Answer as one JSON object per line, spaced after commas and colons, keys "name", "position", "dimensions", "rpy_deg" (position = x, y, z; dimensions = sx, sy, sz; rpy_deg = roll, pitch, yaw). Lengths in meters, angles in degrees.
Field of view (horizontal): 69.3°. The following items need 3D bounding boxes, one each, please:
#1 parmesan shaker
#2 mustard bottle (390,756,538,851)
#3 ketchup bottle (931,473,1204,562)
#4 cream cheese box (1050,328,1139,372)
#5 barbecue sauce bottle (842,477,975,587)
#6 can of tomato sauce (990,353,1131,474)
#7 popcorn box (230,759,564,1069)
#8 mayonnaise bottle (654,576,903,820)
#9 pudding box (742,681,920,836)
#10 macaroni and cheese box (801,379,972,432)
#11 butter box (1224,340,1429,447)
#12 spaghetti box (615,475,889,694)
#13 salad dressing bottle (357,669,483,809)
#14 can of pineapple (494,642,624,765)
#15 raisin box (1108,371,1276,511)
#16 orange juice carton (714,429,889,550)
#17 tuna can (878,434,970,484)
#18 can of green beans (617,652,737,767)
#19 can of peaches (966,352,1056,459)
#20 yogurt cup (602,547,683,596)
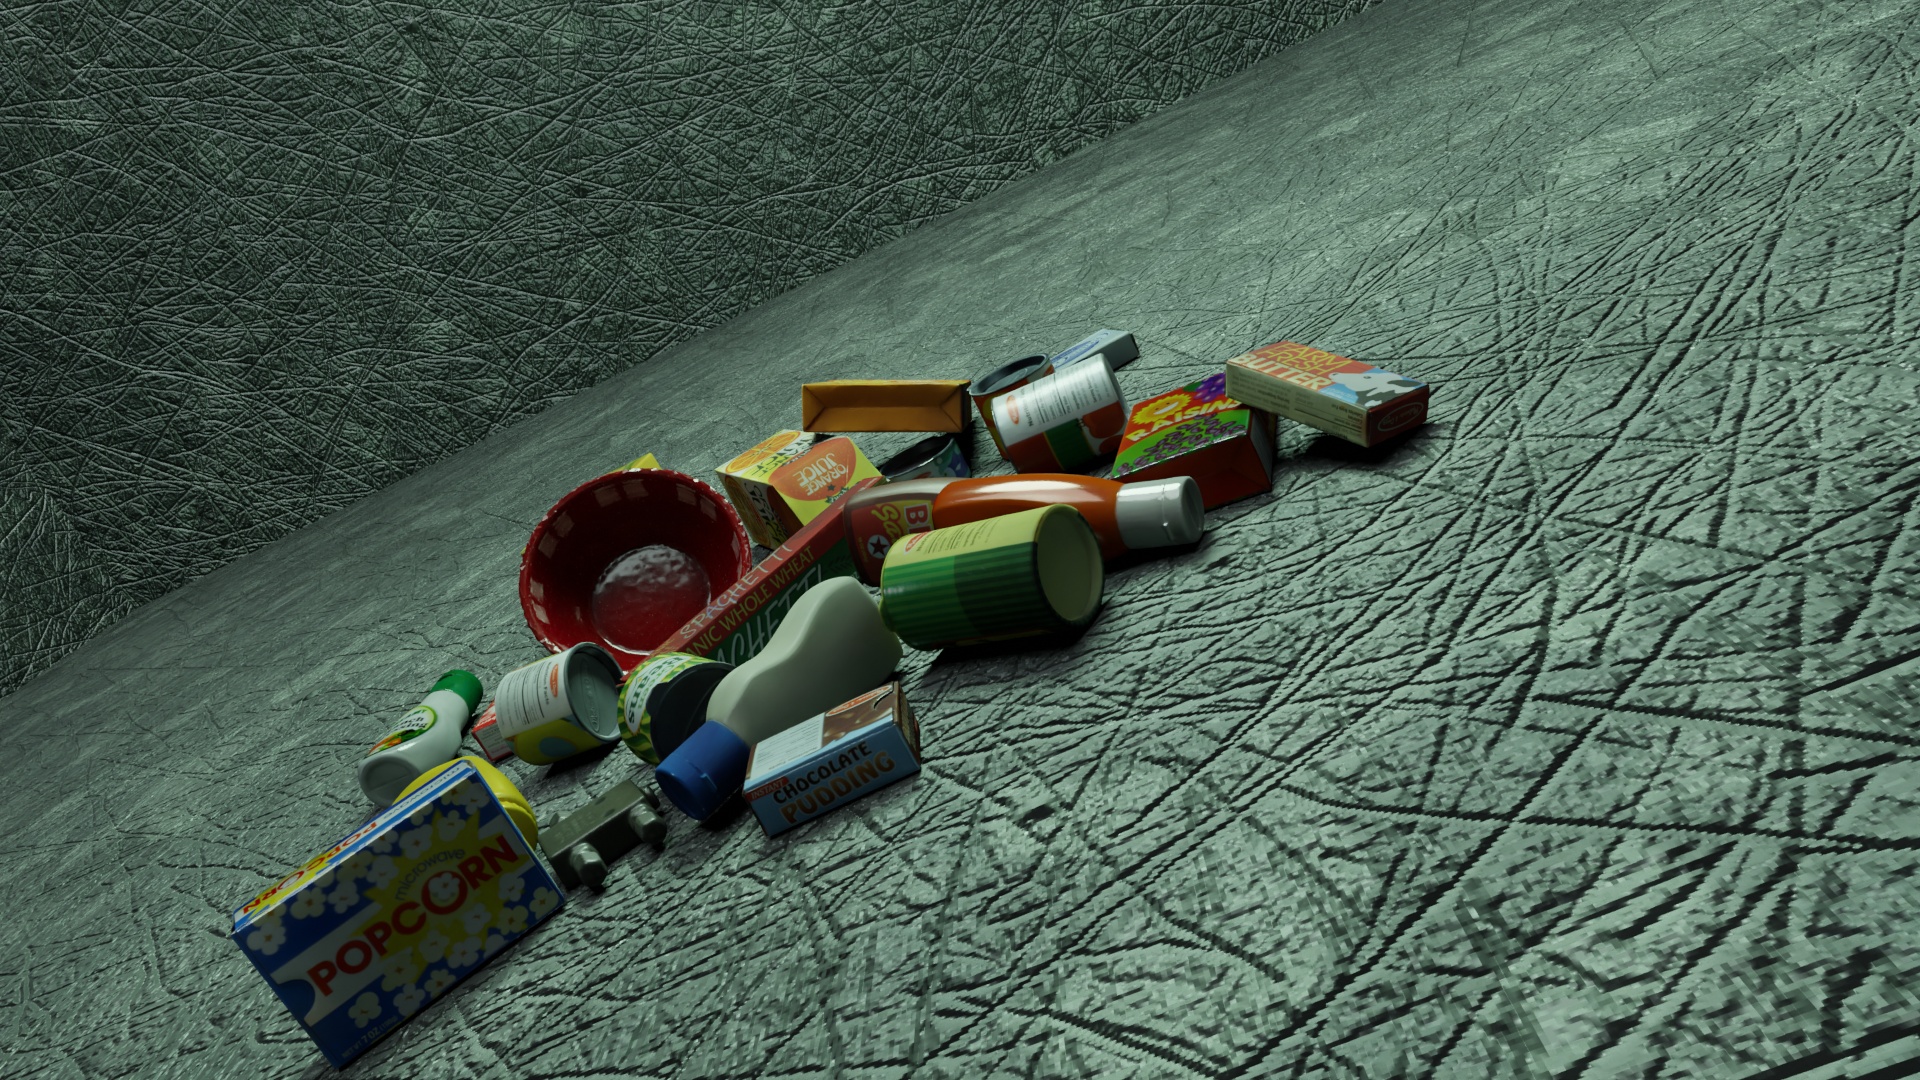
{"name": "parmesan shaker", "position": [0.016, 0.023, 0.738], "dimensions": [0.103, 0.071, 0.072], "rpy_deg": [-11, 23, 39]}
{"name": "mustard bottle", "position": [-0.275, 0.162, 0.788], "dimensions": [0.065, 0.048, 0.160], "rpy_deg": [-37, 21, -28]}
{"name": "ketchup bottle", "position": [0.060, -0.010, 0.779], "dimensions": [0.148, 0.064, 0.044], "rpy_deg": [-6, 36, 29]}
{"name": "cream cheese box", "position": [0.093, -0.142, 1.156], "dimensions": [0.104, 0.024, 0.053], "rpy_deg": [-30, 18, -11]}
{"name": "barbecue sauce bottle", "position": [0.003, -0.011, 0.863], "dimensions": [0.148, 0.064, 0.044], "rpy_deg": [-9, 15, 23]}
{"name": "can of tomato sauce", "position": [0.073, -0.082, 0.954], "dimensions": [0.083, 0.071, 0.071], "rpy_deg": [-22, 18, 13]}
{"name": "popcorn box", "position": [-0.271, 0.179, 0.678], "dimensions": [0.127, 0.085, 0.038], "rpy_deg": [-35, 18, -23]}
{"name": "mayonnaise bottle", "position": [-0.097, 0.085, 0.736], "dimensions": [0.041, 0.064, 0.149], "rpy_deg": [-9, 28, 52]}
{"name": "pudding box", "position": [-0.062, 0.105, 0.676], "dimensions": [0.084, 0.030, 0.050], "rpy_deg": [-25, 17, 5]}
{"name": "macaroni and cheese box", "position": [-0.055, -0.110, 1.128], "dimensions": [0.124, 0.040, 0.167], "rpy_deg": [0, 7, 3]}
{"name": "butter box", "position": [0.201, -0.083, 0.771], "dimensions": [0.053, 0.024, 0.103], "rpy_deg": [-21, 32, -32]}
{"name": "spaghetti box", "position": [-0.119, 0.040, 0.907], "dimensions": [0.028, 0.050, 0.251], "rpy_deg": [-11, 24, 44]}
{"name": "salad dressing bottle", "position": [-0.390, 0.141, 1.016], "dimensions": [0.064, 0.044, 0.148], "rpy_deg": [-24, 18, 7]}
{"name": "can of pineapple", "position": [-0.253, 0.106, 0.890], "dimensions": [0.058, 0.071, 0.071], "rpy_deg": [-21, 19, 19]}
{"name": "raisin box", "position": [0.142, -0.058, 0.828], "dimensions": [0.086, 0.040, 0.124], "rpy_deg": [-20, 20, 22]}
{"name": "orange juice carton", "position": [-0.119, -0.035, 1.079], "dimensions": [0.072, 0.073, 0.192], "rpy_deg": [-33, 19, -19]}
{"name": "tuna can", "position": [-0.027, -0.052, 1.059], "dimensions": [0.071, 0.032, 0.071], "rpy_deg": [-24, 18, 8]}
{"name": "can of green beans", "position": [-0.148, 0.096, 0.763], "dimensions": [0.071, 0.071, 0.058], "rpy_deg": [-36, 19, -26]}
{"name": "can of peaches", "position": [0.047, -0.101, 1.051], "dimensions": [0.071, 0.058, 0.071], "rpy_deg": [-25, 18, 9]}
{"name": "yogurt cup", "position": [-0.239, 0.039, 1.060], "dimensions": [0.072, 0.072, 0.054], "rpy_deg": [-31, 10, -13]}
